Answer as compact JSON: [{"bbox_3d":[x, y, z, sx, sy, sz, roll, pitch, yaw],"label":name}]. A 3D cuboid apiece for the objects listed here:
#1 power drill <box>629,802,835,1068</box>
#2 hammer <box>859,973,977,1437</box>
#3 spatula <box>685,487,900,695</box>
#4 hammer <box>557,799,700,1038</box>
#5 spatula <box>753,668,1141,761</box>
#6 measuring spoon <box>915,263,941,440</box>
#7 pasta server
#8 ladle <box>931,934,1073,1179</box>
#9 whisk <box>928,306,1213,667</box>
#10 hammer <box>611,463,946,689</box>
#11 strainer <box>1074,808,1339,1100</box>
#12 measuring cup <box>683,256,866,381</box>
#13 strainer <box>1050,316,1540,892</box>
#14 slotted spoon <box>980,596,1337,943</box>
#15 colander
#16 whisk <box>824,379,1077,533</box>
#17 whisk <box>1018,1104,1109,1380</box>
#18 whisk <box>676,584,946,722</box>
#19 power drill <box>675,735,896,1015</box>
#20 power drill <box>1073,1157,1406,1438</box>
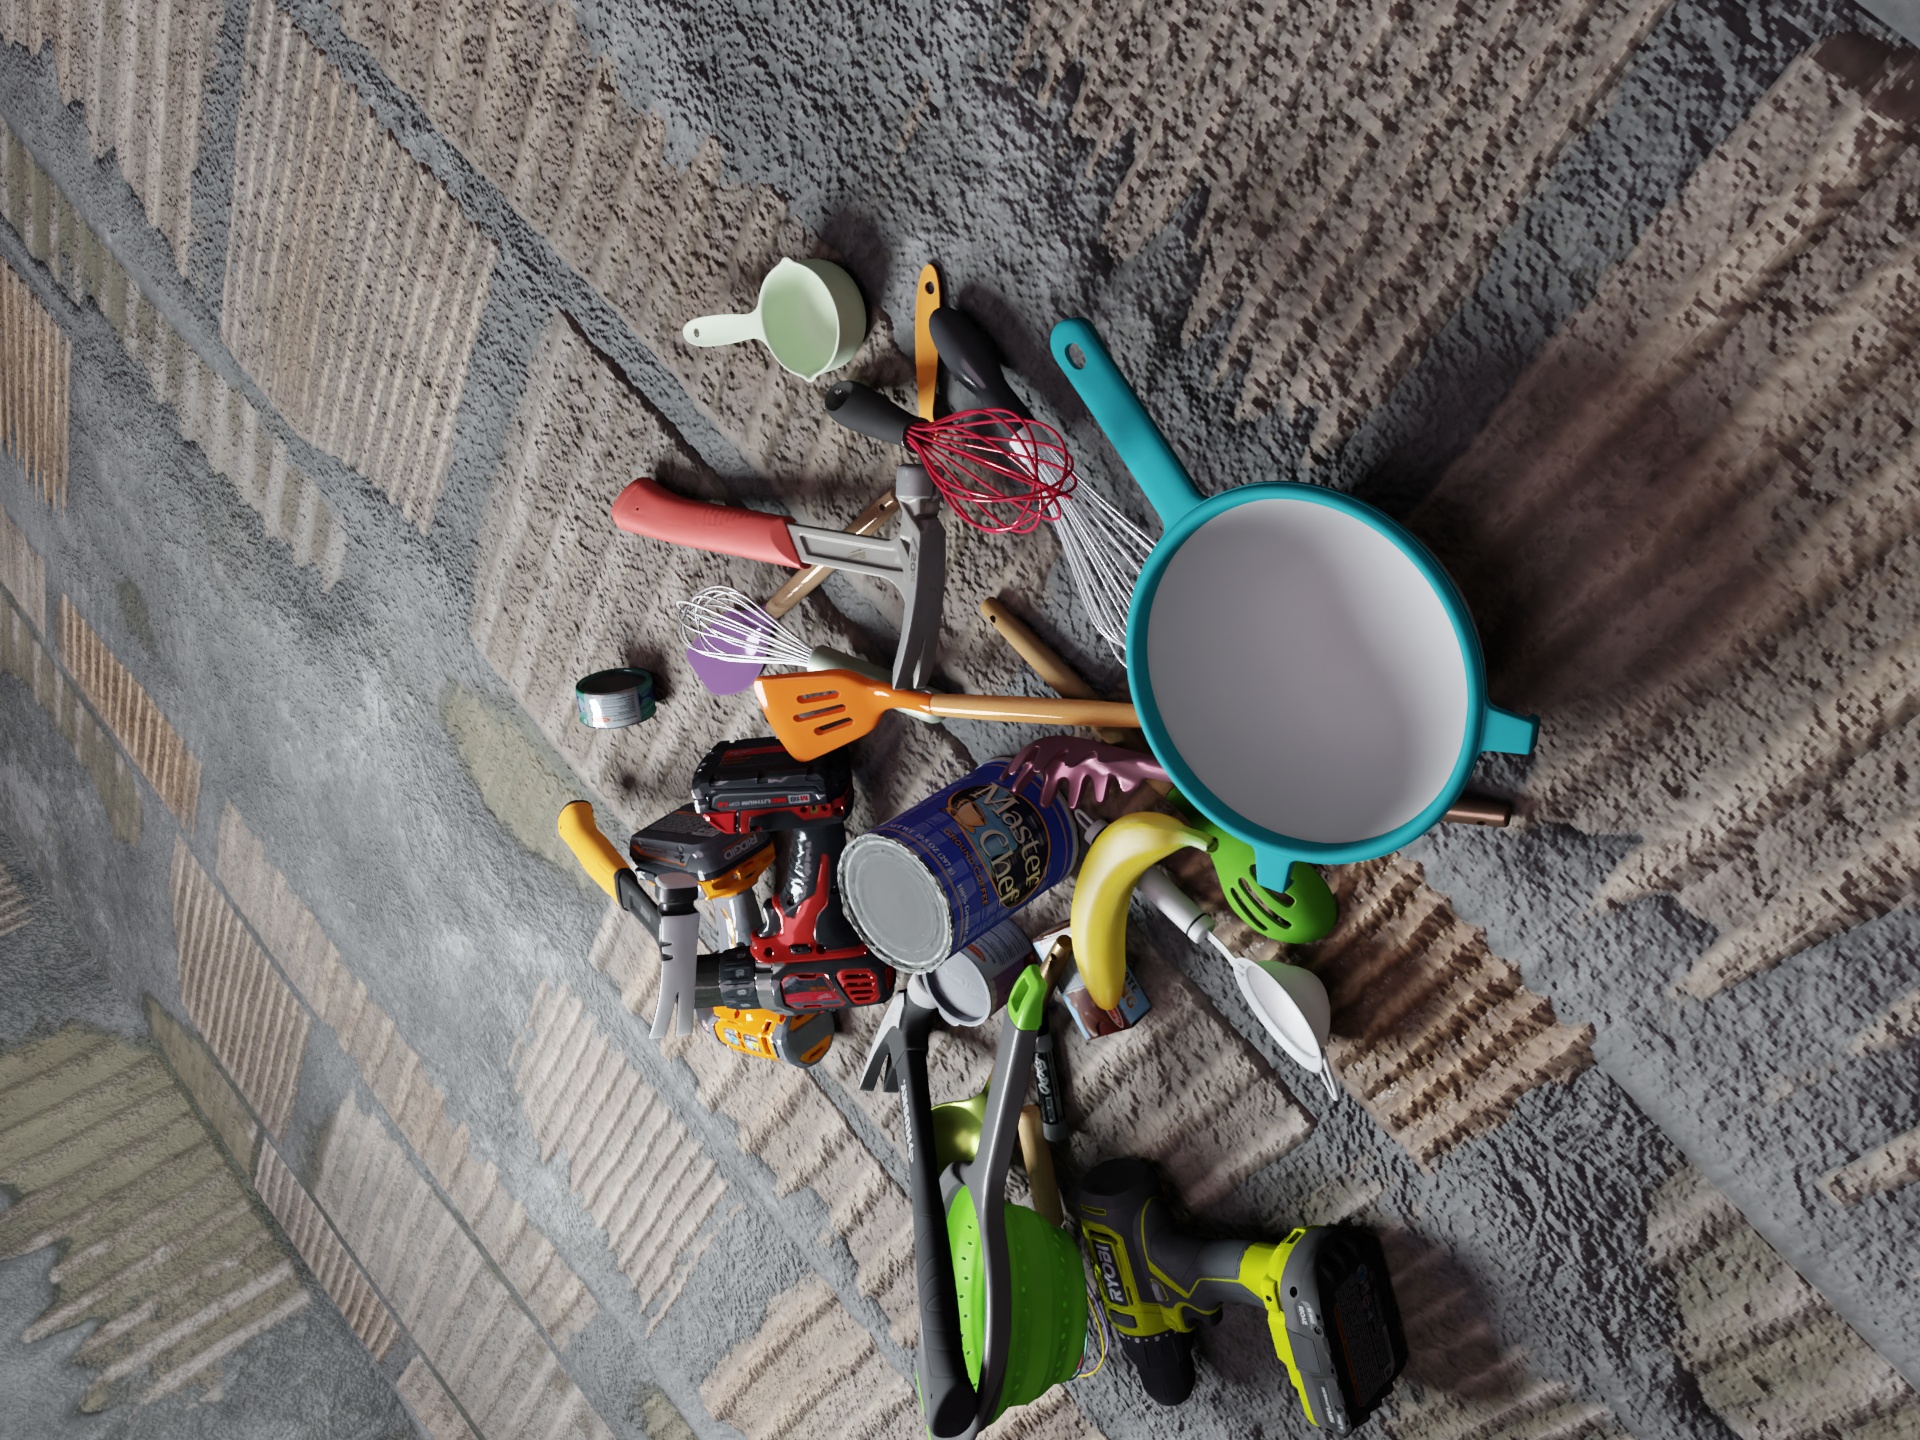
[{"bbox_3d":[-0.207,0.189,1.387,0.164,0.084,0.226,2,115,45],"label":"power drill"},{"bbox_3d":[-0.027,0.359,1.188,0.335,0.035,0.146,-99,27,-42],"label":"hammer"},{"bbox_3d":[-0.129,-0.094,1.212,0.060,0.018,0.316,55,138,0],"label":"spatula"},{"bbox_3d":[-0.282,0.141,1.319,0.337,0.034,0.127,28,117,60],"label":"hammer"},{"bbox_3d":[-0.002,-0.003,1.082,0.323,0.041,0.081,3,132,37],"label":"spatula"},{"bbox_3d":[-0.019,-0.240,1.043,0.021,0.011,0.116,20,120,36],"label":"measuring spoon"},{"bbox_3d":[0.169,0.043,0.964,0.316,0.040,0.060,7,157,32],"label":"pasta server"},{"bbox_3d":[0.026,0.264,1.198,0.078,0.062,0.320,43,139,22],"label":"ladle"},{"bbox_3d":[0.062,-0.147,0.982,0.285,0.070,0.070,57,137,13],"label":"whisk"},{"bbox_3d":[-0.144,-0.125,1.166,0.359,0.036,0.149,15,104,44],"label":"hammer"},{"bbox_3d":[0.165,0.139,1.039,0.259,0.050,0.086,43,162,26],"label":"strainer"},{"bbox_3d":[-0.130,-0.278,1.107,0.168,0.038,0.083,7,115,43],"label":"measuring cup"},{"bbox_3d":[0.168,-0.088,0.884,0.211,0.095,0.340,-40,78,43],"label":"strainer"},{"bbox_3d":[0.120,0.029,1.036,0.314,0.031,0.070,47,136,17],"label":"slotted spoon"},{"bbox_3d":[0.051,0.360,1.163,0.205,0.094,0.397,-118,37,-66],"label":"colander"},{"bbox_3d":[-0.017,-0.173,0.988,0.296,0.073,0.073,36,135,54],"label":"whisk"},{"bbox_3d":[0.072,0.420,1.269,0.047,0.051,0.245,4,110,48],"label":"whisk"},{"bbox_3d":[-0.114,-0.047,1.191,0.246,0.058,0.059,22,166,24],"label":"whisk"},{"bbox_3d":[-0.156,0.132,1.256,0.188,0.080,0.226,-5,111,6],"label":"power drill"},{"bbox_3d":[0.192,0.423,1.133,0.228,0.080,0.190,-3,107,47],"label":"power drill"}]
